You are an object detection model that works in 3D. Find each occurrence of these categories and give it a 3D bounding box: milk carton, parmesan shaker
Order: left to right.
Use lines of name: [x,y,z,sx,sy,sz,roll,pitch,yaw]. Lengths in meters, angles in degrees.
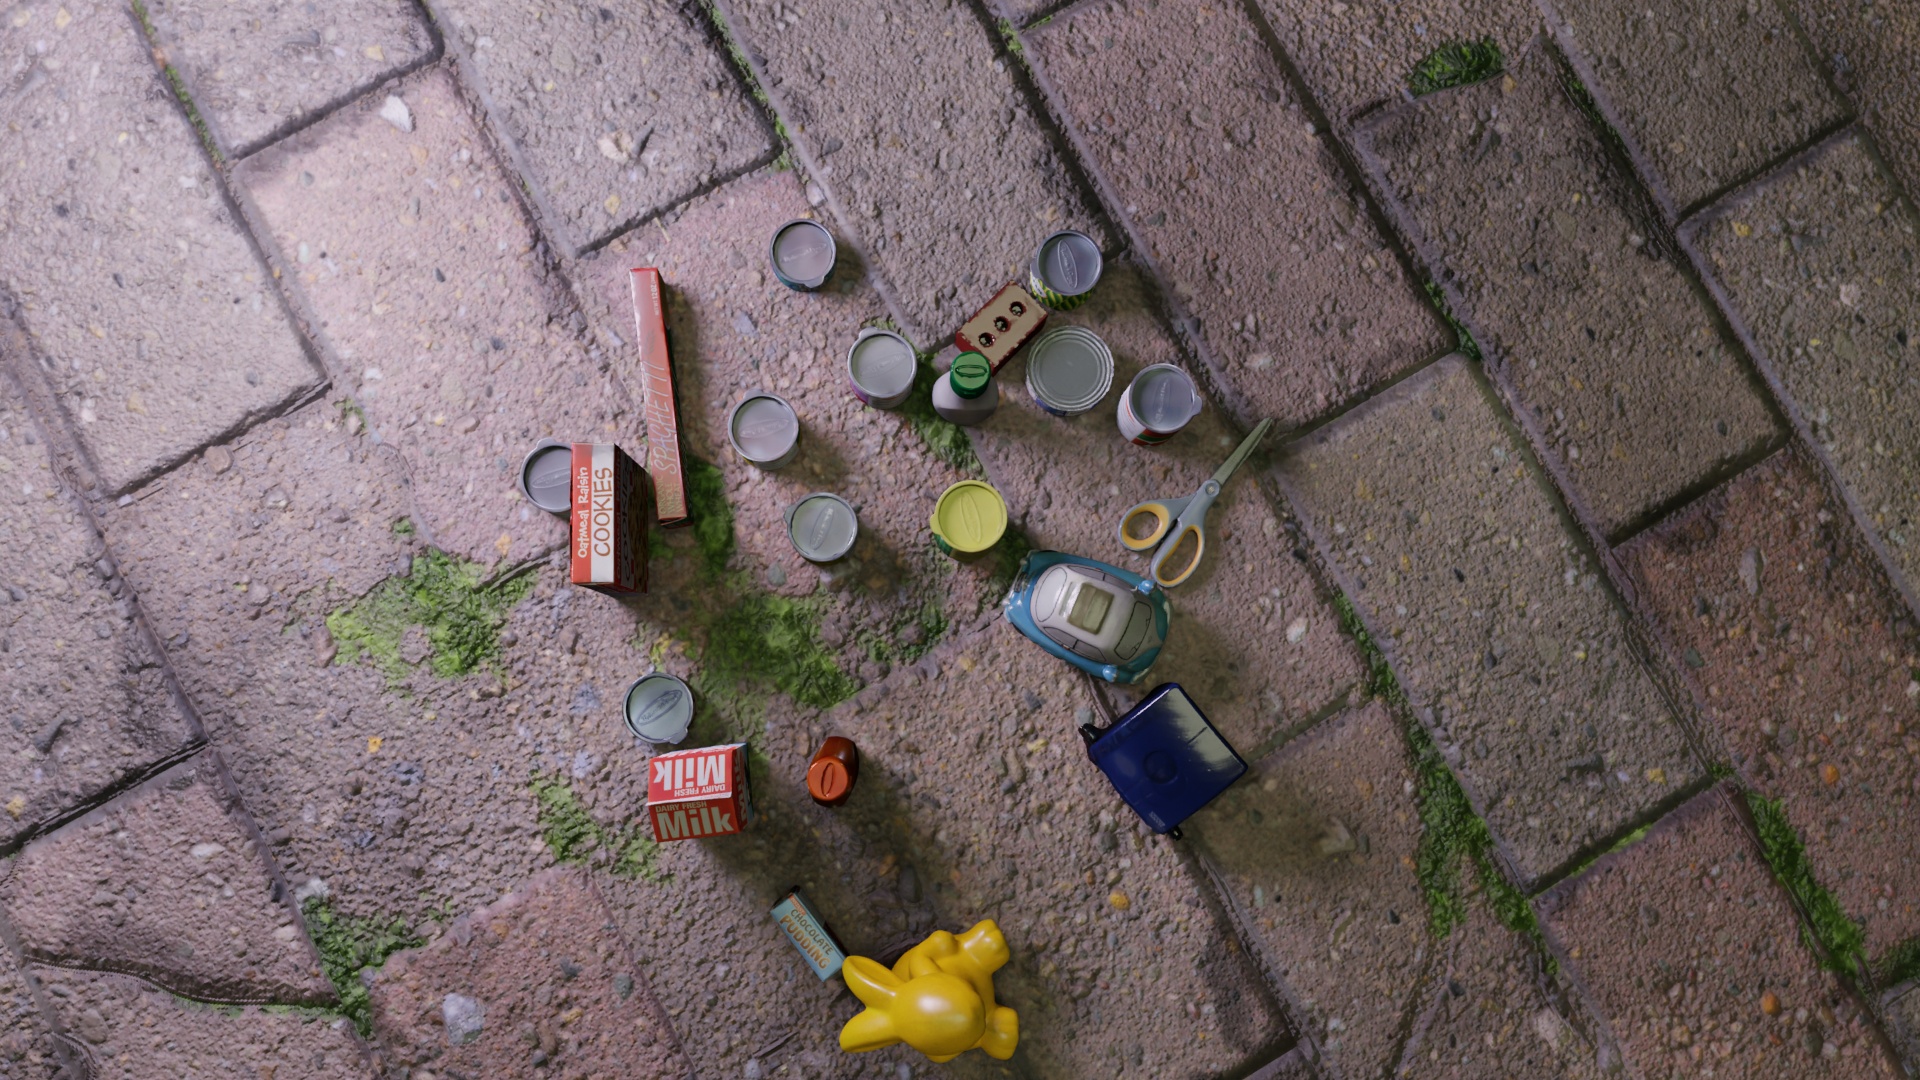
milk carton: [-0.228,0.222,1.225,0.072,0.190,0.073,-6,84,-3]
parmesan shaker: [0.005,-0.016,1.309,0.071,0.103,0.071,0,84,-3]

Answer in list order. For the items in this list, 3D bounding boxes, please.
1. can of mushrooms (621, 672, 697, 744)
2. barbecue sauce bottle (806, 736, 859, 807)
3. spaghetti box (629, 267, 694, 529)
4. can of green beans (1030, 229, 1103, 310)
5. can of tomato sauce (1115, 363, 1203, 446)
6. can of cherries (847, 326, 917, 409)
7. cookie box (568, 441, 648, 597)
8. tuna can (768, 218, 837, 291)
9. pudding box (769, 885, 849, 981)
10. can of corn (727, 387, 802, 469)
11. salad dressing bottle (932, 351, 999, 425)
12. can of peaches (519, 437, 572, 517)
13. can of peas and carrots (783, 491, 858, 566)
can of mushrooms: [-0.281,0.160,1.309,0.071,0.033,0.071,0,84,-3]
barbecue sauce bottle: [-0.115,0.211,1.253,0.044,0.148,0.065,11,84,-2]
spaghetti box: [-0.287,-0.136,1.334,0.029,0.050,0.250,-8,84,-4]
can of green beans: [0.103,-0.265,1.366,0.071,0.057,0.071,0,84,-3]
can of tomato sauce: [0.190,-0.129,1.342,0.071,0.083,0.071,0,84,-3]
can of cherries: [-0.076,-0.167,1.345,0.071,0.058,0.071,0,84,-3]
cookie box: [-0.317,-0.015,1.260,0.040,0.167,0.123,-2,84,-3]
tuna can: [-0.153,-0.278,1.366,0.071,0.033,0.071,0,84,-3]
pudding box: [-0.139,0.363,1.284,0.030,0.049,0.084,-38,87,-6]
can of corn: [-0.187,-0.106,1.332,0.071,0.058,0.071,0,84,-3]
salad dressing bottle: [0.007,-0.143,1.301,0.064,0.147,0.044,1,84,-3]
can of peaches: [-0.378,-0.059,1.317,0.071,0.058,0.071,0,84,-3]
can of peas and carrots: [-0.133,-0.011,1.323,0.071,0.058,0.071,0,84,-3]
